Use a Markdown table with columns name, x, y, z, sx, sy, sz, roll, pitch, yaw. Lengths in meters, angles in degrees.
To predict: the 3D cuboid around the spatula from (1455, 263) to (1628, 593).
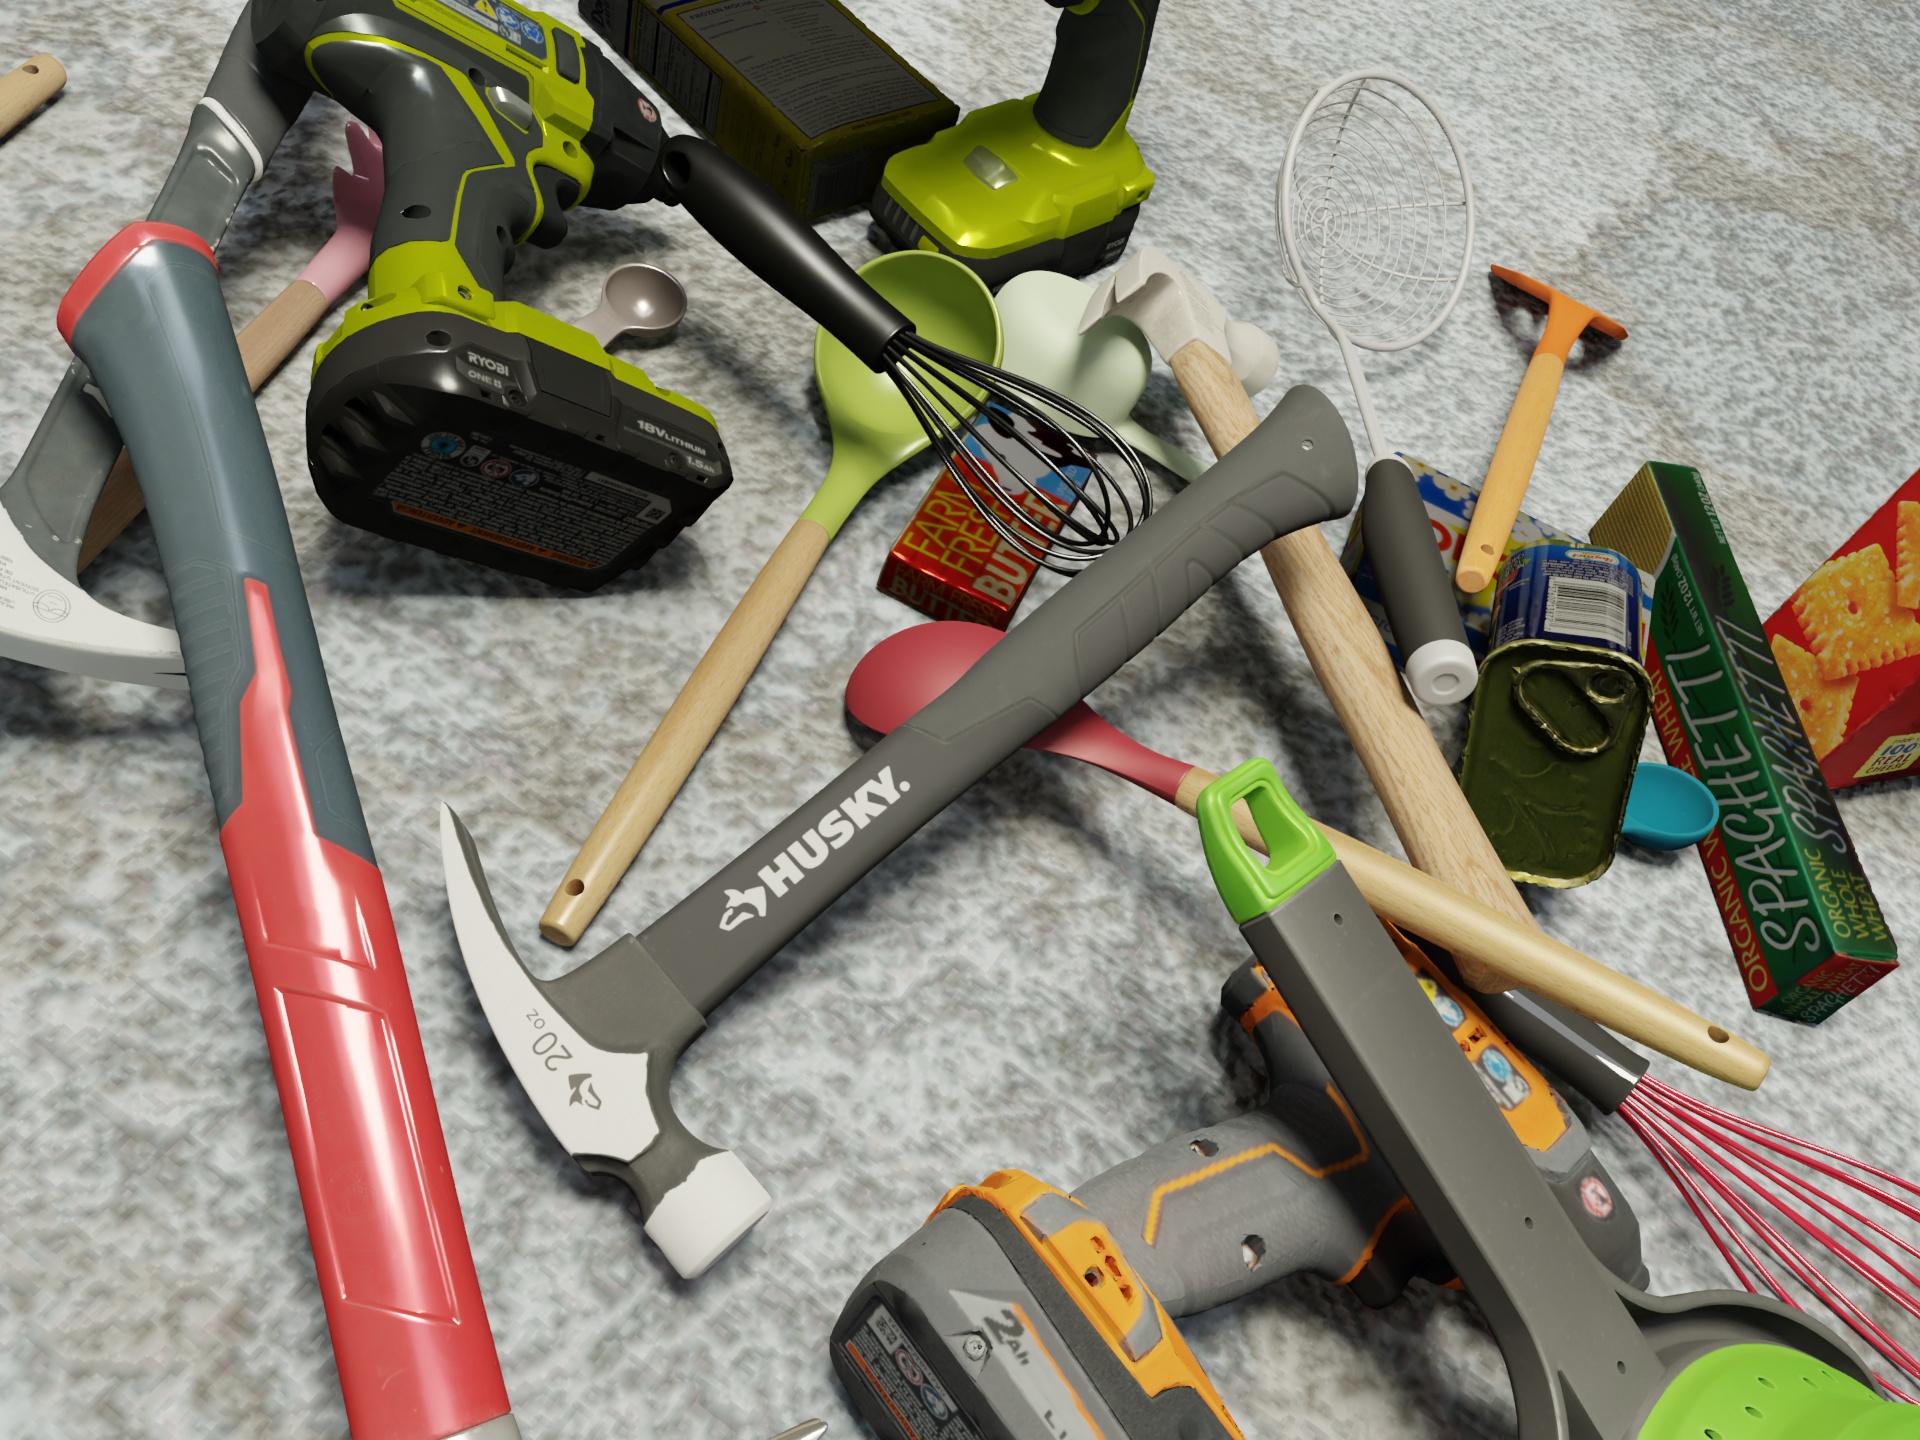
| name | x | y | z | sx | sy | sz | roll | pitch | yaw |
| --- | --- | --- | --- | --- | --- | --- | --- | --- | --- |
| spatula | 0.258 | -0.142 | 0.724 | 0.081 | 0.041 | 0.323 | 30 | 46 | 5 |

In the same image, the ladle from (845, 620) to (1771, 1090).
| name | x | y | z | sx | sy | sz | roll | pitch | yaw |
| --- | --- | --- | --- | --- | --- | --- | --- | --- | --- |
| ladle | 0.093 | 0.034 | 0.504 | 0.316 | 0.031 | 0.069 | 27 | 45 | 25 |

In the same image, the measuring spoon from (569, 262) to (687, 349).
| name | x | y | z | sx | sy | sz | roll | pitch | yaw |
| --- | --- | --- | --- | --- | --- | --- | --- | --- | --- |
| measuring spoon | -0.156 | -0.140 | 0.626 | 0.034 | 0.018 | 0.124 | 41 | 59 | 4 |

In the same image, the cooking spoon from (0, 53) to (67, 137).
| name | x | y | z | sx | sy | sz | roll | pitch | yaw |
| --- | --- | --- | --- | --- | --- | --- | --- | --- | --- |
| cooking spoon | -0.409 | -0.146 | 0.540 | 0.068 | 0.017 | 0.319 | 23 | 52 | -2 |

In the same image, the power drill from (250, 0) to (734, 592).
| name | x | y | z | sx | sy | sz | roll | pitch | yaw |
| --- | --- | --- | --- | --- | --- | --- | --- | --- | --- |
| power drill | -0.156 | -0.166 | 0.565 | 0.171 | 0.080 | 0.223 | 16 | 52 | -45 |

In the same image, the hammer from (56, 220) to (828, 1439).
| name | x | y | z | sx | sy | sz | roll | pitch | yaw |
| --- | --- | --- | --- | --- | --- | --- | --- | --- | --- |
| hammer | -0.159 | 0.031 | 0.421 | 0.143 | 0.038 | 0.387 | -15 | 72 | -17 |

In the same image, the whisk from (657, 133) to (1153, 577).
| name | x | y | z | sx | sy | sz | roll | pitch | yaw |
| --- | --- | --- | --- | --- | --- | --- | --- | --- | --- |
| whisk | -0.024 | -0.137 | 0.574 | 0.239 | 0.055 | 0.055 | 43 | 53 | 11 |

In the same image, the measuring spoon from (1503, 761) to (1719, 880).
| name | x | y | z | sx | sy | sz | roll | pitch | yaw |
| --- | --- | --- | --- | --- | --- | --- | --- | --- | --- |
| measuring spoon | 0.235 | 0.049 | 0.614 | 0.128 | 0.021 | 0.042 | -17 | 44 | -18 |

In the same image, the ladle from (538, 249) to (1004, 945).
| name | x | y | z | sx | sy | sz | roll | pitch | yaw |
| --- | --- | --- | --- | --- | --- | --- | --- | --- | --- |
| ladle | -0.065 | -0.058 | 0.567 | 0.078 | 0.062 | 0.320 | 16 | 52 | 14 |

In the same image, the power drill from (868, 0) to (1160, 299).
| name | x | y | z | sx | sy | sz | roll | pitch | yaw |
| --- | --- | --- | --- | --- | --- | --- | --- | --- | --- |
| power drill | 0.038 | -0.287 | 0.657 | 0.190 | 0.228 | 0.080 | -31 | 69 | -34 |

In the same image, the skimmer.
| name | x | y | z | sx | sy | sz | roll | pitch | yaw |
| --- | --- | --- | --- | --- | --- | --- | --- | --- | --- |
| skimmer | 0.189 | -0.149 | 0.647 | 0.127 | 0.090 | 0.364 | 40 | 33 | -29 |

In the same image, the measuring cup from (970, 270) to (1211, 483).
| name | x | y | z | sx | sy | sz | roll | pitch | yaw |
| --- | --- | --- | --- | --- | --- | --- | --- | --- | --- |
| measuring cup | 0.084 | -0.134 | 0.674 | 0.167 | 0.038 | 0.083 | 32 | 35 | 0 |

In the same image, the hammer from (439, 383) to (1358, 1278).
| name | x | y | z | sx | sy | sz | roll | pitch | yaw |
| --- | --- | --- | --- | --- | --- | --- | --- | --- | --- |
| hammer | -0.001 | -0.002 | 0.490 | 0.335 | 0.035 | 0.146 | -40 | 78 | -17 |

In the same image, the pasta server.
| name | x | y | z | sx | sy | sz | roll | pitch | yaw |
| --- | --- | --- | --- | --- | --- | --- | --- | --- | --- |
| pasta server | -0.252 | -0.145 | 0.579 | 0.060 | 0.040 | 0.316 | 26 | 52 | -5 |

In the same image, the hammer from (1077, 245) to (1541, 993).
| name | x | y | z | sx | sy | sz | roll | pitch | yaw |
| --- | --- | --- | --- | --- | --- | --- | --- | --- | --- |
| hammer | 0.126 | -0.054 | 0.583 | 0.130 | 0.031 | 0.332 | 20 | 41 | -45 |

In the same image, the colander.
| name | x | y | z | sx | sy | sz | roll | pitch | yaw |
| --- | --- | --- | --- | --- | --- | --- | --- | --- | --- |
| colander | 0.192 | 0.170 | 0.385 | 0.204 | 0.094 | 0.397 | -27 | 83 | -40 |

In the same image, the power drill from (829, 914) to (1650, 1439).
| name | x | y | z | sx | sy | sz | roll | pitch | yaw |
| --- | --- | --- | --- | --- | --- | --- | --- | --- | --- |
| power drill | 0.096 | 0.157 | 0.446 | 0.226 | 0.084 | 0.164 | -27 | 66 | -37 |

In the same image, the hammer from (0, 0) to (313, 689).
| name | x | y | z | sx | sy | sz | roll | pitch | yaw |
| --- | --- | --- | --- | --- | --- | --- | --- | --- | --- |
| hammer | -0.254 | -0.186 | 0.551 | 0.149 | 0.036 | 0.409 | 30 | 47 | -32 |

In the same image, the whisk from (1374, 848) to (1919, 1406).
| name | x | y | z | sx | sy | sz | roll | pitch | yaw |
| --- | --- | --- | --- | --- | --- | --- | --- | --- | --- |
| whisk | 0.237 | 0.135 | 0.526 | 0.296 | 0.073 | 0.073 | 39 | 52 | 19 |
